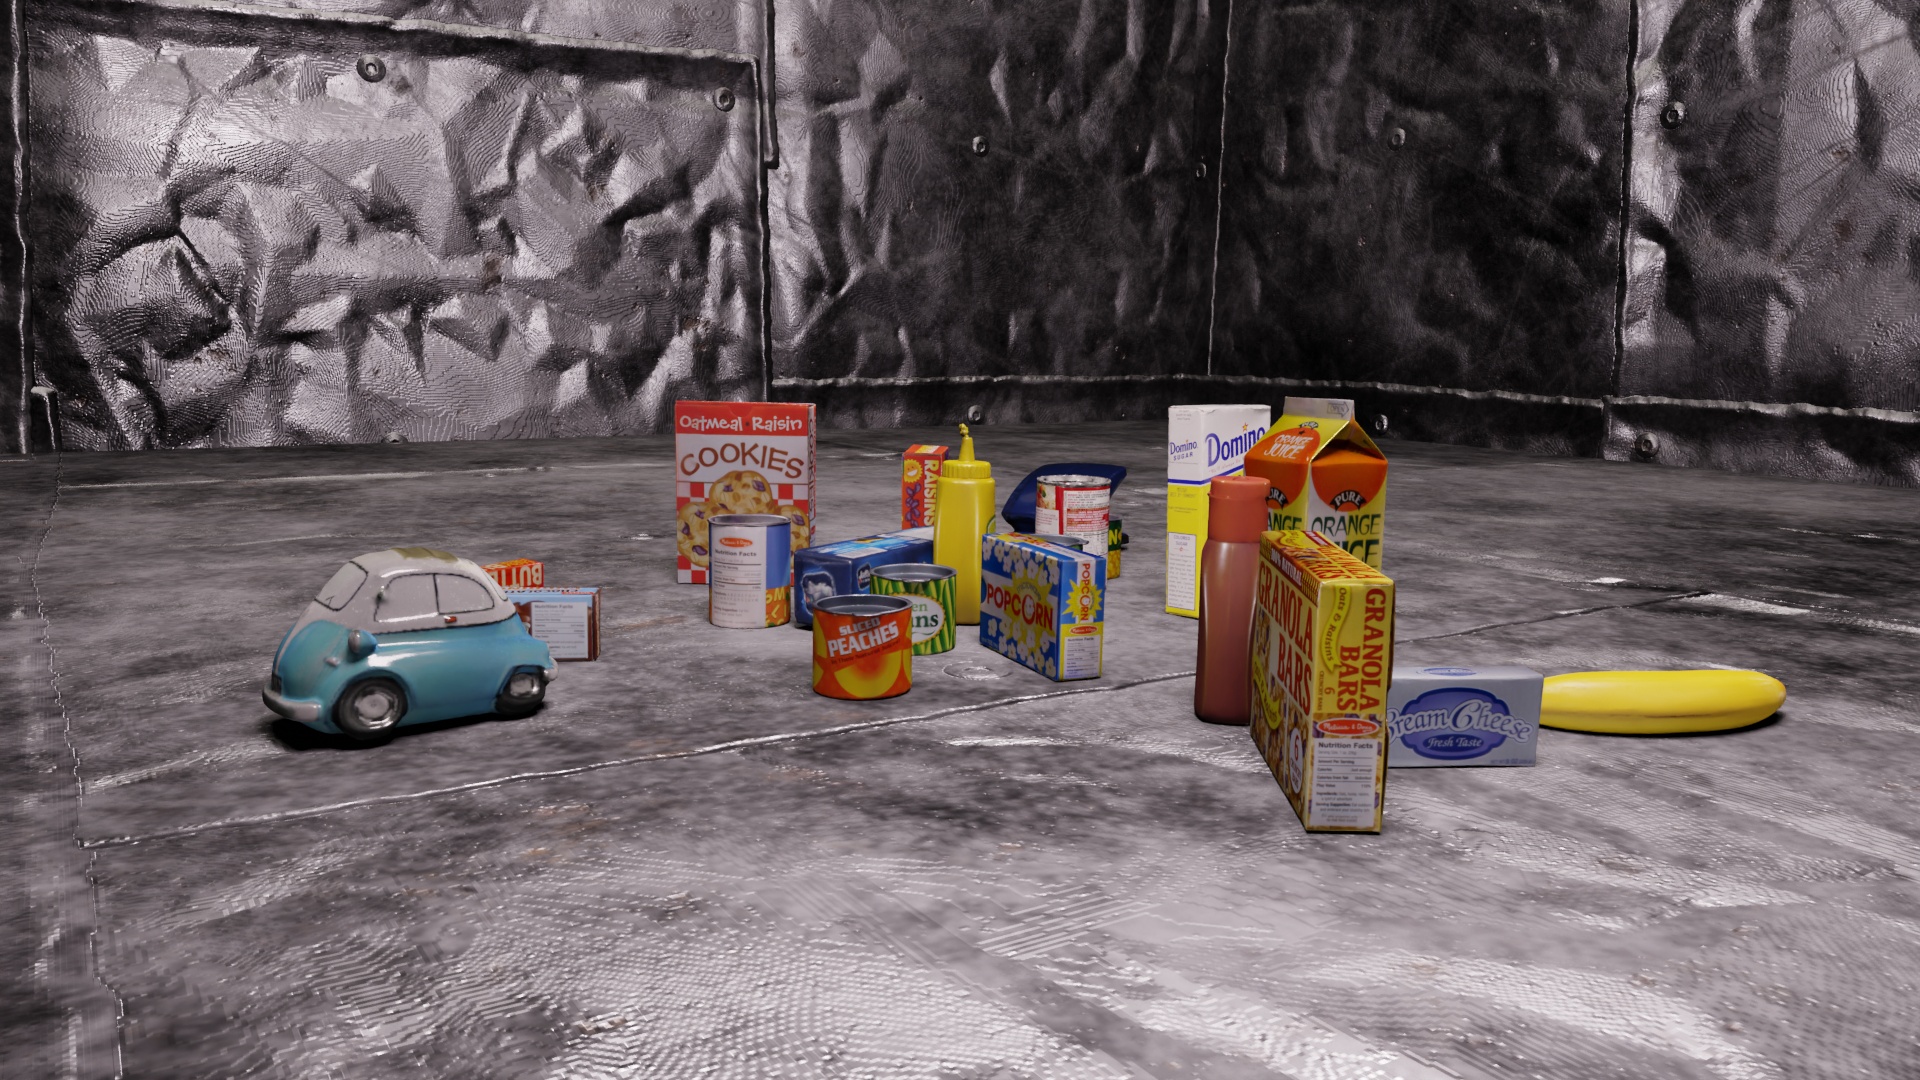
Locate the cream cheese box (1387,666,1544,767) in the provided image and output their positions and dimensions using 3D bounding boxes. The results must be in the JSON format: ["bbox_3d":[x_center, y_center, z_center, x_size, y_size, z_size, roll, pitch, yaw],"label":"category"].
[{"bbox_3d":[0.270,0.098,0.775,0.104,0.053,0.024,0,8,-4],"label":"cream cheese box"}]

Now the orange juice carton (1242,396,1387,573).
[{"bbox_3d":[0.249,-0.005,0.988,0.073,0.192,0.072,-3,9,-26],"label":"orange juice carton"}]

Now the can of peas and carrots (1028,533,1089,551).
[{"bbox_3d":[0.075,0.027,1.197,0.071,0.058,0.071,1,8,0],"label":"can of peas and carrots"}]

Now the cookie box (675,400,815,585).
[{"bbox_3d":[-0.196,-0.044,1.272,0.123,0.167,0.040,1,8,3],"label":"cookie box"}]

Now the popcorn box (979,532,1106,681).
[{"bbox_3d":[0.057,0.045,0.995,0.038,0.085,0.127,-3,9,-24],"label":"popcorn box"}]

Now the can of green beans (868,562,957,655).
[{"bbox_3d":[-0.036,0.051,1.036,0.071,0.057,0.071,1,8,0],"label":"can of green beans"}]

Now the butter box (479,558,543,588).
[{"bbox_3d":[-0.360,0.046,1.044,0.024,0.053,0.104,6,10,31],"label":"butter box"}]

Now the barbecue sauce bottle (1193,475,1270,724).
[{"bbox_3d":[0.170,0.035,0.861,0.043,0.148,0.065,3,9,16],"label":"barbecue sauce bottle"}]

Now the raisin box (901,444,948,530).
[{"bbox_3d":[-0.033,-0.026,1.317,0.040,0.123,0.086,2,8,5],"label":"raisin box"}]

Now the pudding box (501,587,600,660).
[{"bbox_3d":[-0.299,0.059,0.982,0.084,0.049,0.030,0,8,-7],"label":"pudding box"}]

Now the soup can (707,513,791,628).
[{"bbox_3d":[-0.168,0.023,1.115,0.071,0.083,0.071,1,8,0],"label":"soup can"}]

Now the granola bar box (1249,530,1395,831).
[{"bbox_3d":[0.188,0.067,0.736,0.039,0.124,0.166,1,9,2],"label":"granola bar box"}]

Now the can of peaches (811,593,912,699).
[{"bbox_3d":[-0.064,0.069,0.910,0.071,0.058,0.071,1,8,0],"label":"can of peaches"}]

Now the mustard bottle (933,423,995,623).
[{"bbox_3d":[0.004,-0.014,1.125,0.049,0.160,0.065,2,8,10],"label":"mustard bottle"}]

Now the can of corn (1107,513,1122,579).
[{"bbox_3d":[0.124,0.005,1.346,0.071,0.058,0.071,1,8,0],"label":"can of corn"}]
